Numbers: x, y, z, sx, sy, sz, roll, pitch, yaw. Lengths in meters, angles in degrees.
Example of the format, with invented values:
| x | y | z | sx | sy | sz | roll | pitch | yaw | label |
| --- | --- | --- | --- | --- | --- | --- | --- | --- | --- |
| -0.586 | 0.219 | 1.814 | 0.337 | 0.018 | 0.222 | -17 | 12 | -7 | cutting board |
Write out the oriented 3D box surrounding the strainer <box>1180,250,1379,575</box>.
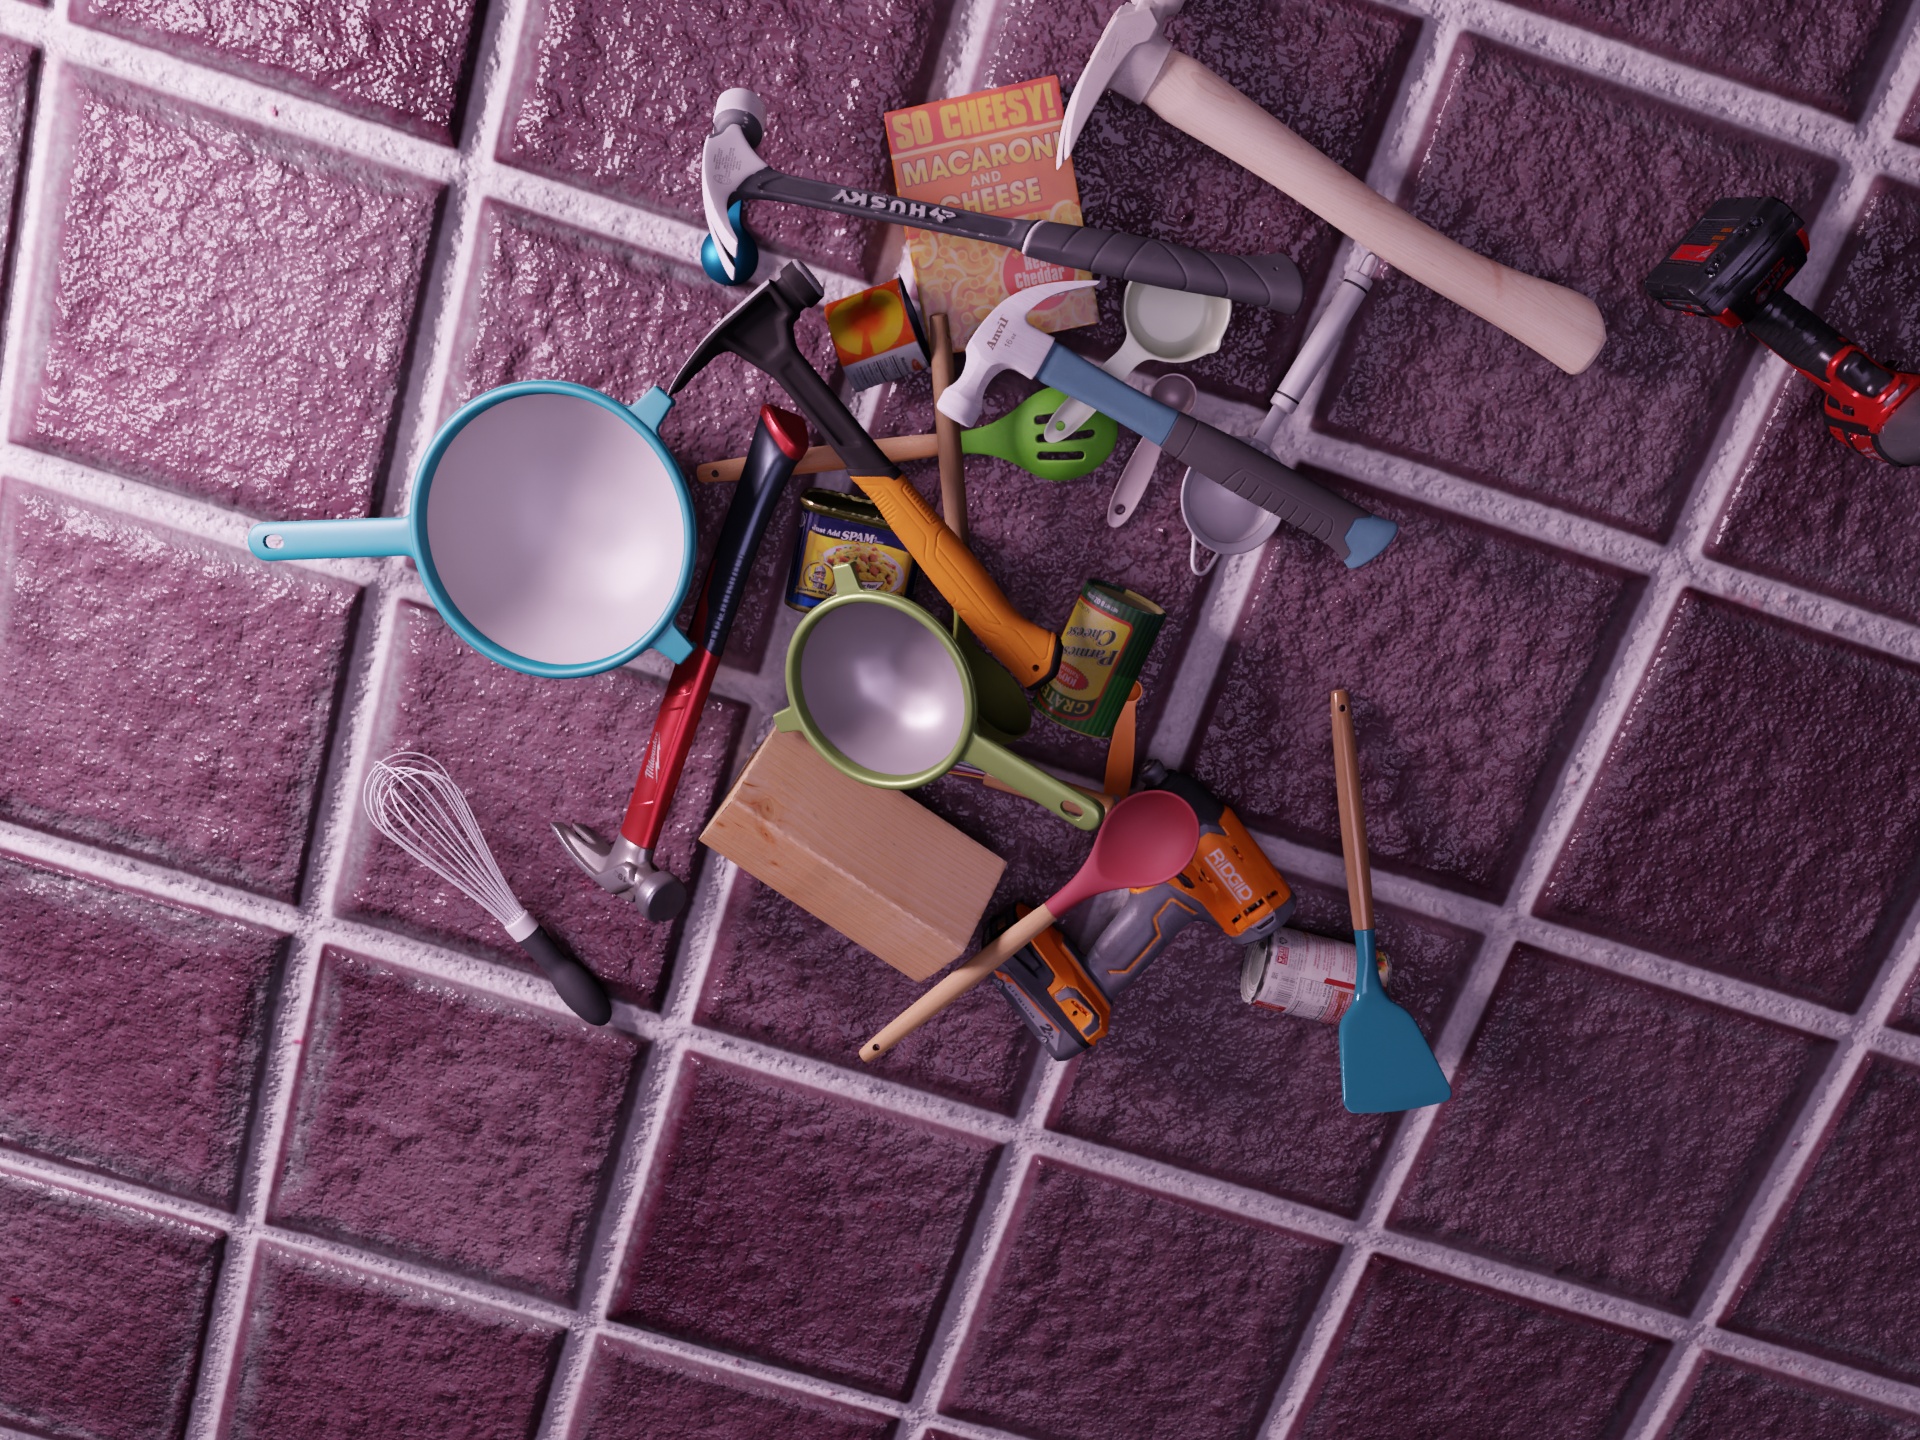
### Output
| x | y | z | sx | sy | sz | roll | pitch | yaw | label |
| --- | --- | --- | --- | --- | --- | --- | --- | --- | --- |
| 0.230 | -0.222 | 1.151 | 0.086 | 0.050 | 0.258 | 27 | 101 | -23 | strainer |

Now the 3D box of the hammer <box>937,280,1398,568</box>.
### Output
| x | y | z | sx | sy | sz | roll | pitch | yaw | label |
| --- | --- | --- | --- | --- | --- | --- | --- | --- | --- |
| 0.157 | -0.196 | 1.115 | 0.331 | 0.033 | 0.128 | 27 | 98 | -9 | hammer |

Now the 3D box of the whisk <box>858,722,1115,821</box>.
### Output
| x | y | z | sx | sy | sz | roll | pitch | yaw | label |
| --- | --- | --- | --- | --- | --- | --- | --- | --- | --- |
| -0.002 | 0.036 | 1.216 | 0.245 | 0.047 | 0.051 | 17 | 152 | 5 | whisk |

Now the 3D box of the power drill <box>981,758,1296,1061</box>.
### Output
| x | y | z | sx | sy | sz | roll | pitch | yaw | label |
| --- | --- | --- | --- | --- | --- | --- | --- | --- | --- |
| 0.127 | 0.144 | 1.247 | 0.226 | 0.084 | 0.164 | -36 | 100 | 8 | power drill |

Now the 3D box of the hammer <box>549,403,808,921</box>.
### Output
| x | y | z | sx | sy | sz | roll | pitch | yaw | label |
| --- | --- | --- | --- | --- | --- | --- | --- | --- | --- |
| -0.205 | -0.052 | 1.190 | 0.143 | 0.038 | 0.386 | 30 | 105 | 38 | hammer |

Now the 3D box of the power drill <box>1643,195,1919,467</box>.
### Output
| x | y | z | sx | sy | sz | roll | pitch | yaw | label |
| --- | --- | --- | --- | --- | --- | --- | --- | --- | --- |
| 0.583 | -0.254 | 1.077 | 0.219 | 0.143 | 0.078 | 38 | 107 | -7 | power drill |

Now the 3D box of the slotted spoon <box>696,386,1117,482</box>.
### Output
| x | y | z | sx | sy | sz | roll | pitch | yaw | label |
| --- | --- | --- | --- | --- | --- | --- | --- | --- | --- |
| -0.040 | -0.198 | 1.173 | 0.314 | 0.031 | 0.070 | -6 | 109 | 5 | slotted spoon |

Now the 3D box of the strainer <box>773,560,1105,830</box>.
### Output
| x | y | z | sx | sy | sz | roll | pitch | yaw | label |
| --- | --- | --- | --- | --- | --- | --- | --- | --- | --- |
| -0.002 | -0.004 | 1.141 | 0.256 | 0.069 | 0.151 | 31 | 121 | 9 | strainer |

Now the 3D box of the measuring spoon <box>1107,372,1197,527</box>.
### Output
| x | y | z | sx | sy | sz | roll | pitch | yaw | label |
| --- | --- | --- | --- | --- | --- | --- | --- | --- | --- |
| 0.137 | -0.200 | 1.176 | 0.034 | 0.018 | 0.124 | 22 | 113 | -7 | measuring spoon |

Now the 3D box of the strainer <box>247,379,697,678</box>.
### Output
| x | y | z | sx | sy | sz | roll | pitch | yaw | label |
| --- | --- | --- | --- | --- | --- | --- | --- | --- | --- |
| -0.345 | -0.141 | 1.170 | 0.340 | 0.095 | 0.211 | -1 | 103 | 10 | strainer |

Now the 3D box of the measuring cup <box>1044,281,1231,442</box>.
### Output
| x | y | z | sx | sy | sz | roll | pitch | yaw | label |
| --- | --- | --- | --- | --- | --- | --- | --- | --- | --- |
| 0.120 | -0.262 | 1.138 | 0.083 | 0.038 | 0.167 | 43 | 101 | -10 | measuring cup |

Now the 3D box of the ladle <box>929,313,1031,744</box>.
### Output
| x | y | z | sx | sy | sz | roll | pitch | yaw | label |
| --- | --- | --- | --- | --- | --- | --- | --- | --- | --- |
| 0.009 | -0.133 | 1.158 | 0.062 | 0.078 | 0.320 | 3 | 112 | 22 | ladle |

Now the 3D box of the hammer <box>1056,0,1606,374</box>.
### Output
| x | y | z | sx | sy | sz | roll | pitch | yaw | label |
| --- | --- | --- | --- | --- | --- | --- | --- | --- | --- |
| 0.265 | -0.347 | 1.096 | 0.410 | 0.038 | 0.146 | 29 | 87 | -9 | hammer |

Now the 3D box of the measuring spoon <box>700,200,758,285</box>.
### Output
| x | y | z | sx | sy | sz | roll | pitch | yaw | label |
| --- | --- | --- | --- | --- | --- | --- | --- | --- | --- |
| -0.164 | -0.373 | 1.124 | 0.042 | 0.021 | 0.128 | 3 | 108 | 1 | measuring spoon |

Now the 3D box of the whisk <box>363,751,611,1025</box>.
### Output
| x | y | z | sx | sy | sz | roll | pitch | yaw | label |
| --- | --- | --- | --- | --- | --- | --- | --- | --- | --- |
| -0.372 | 0.141 | 1.274 | 0.070 | 0.070 | 0.284 | -33 | 108 | 11 | whisk |

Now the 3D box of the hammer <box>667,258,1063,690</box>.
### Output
| x | y | z | sx | sy | sz | roll | pitch | yaw | label |
| --- | --- | --- | --- | --- | --- | --- | --- | --- | --- |
| -0.051 | -0.149 | 1.111 | 0.127 | 0.034 | 0.336 | -39 | 101 | 11 | hammer |

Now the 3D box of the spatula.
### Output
| x | y | z | sx | sy | sz | roll | pitch | yaw | label |
| --- | --- | --- | --- | --- | --- | --- | --- | --- | --- |
| 0.309 | 0.134 | 1.210 | 0.082 | 0.044 | 0.317 | -6 | 89 | -2 | spatula |

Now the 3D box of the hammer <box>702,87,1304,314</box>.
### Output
| x | y | z | sx | sy | sz | roll | pitch | yaw | label |
| --- | --- | --- | --- | --- | --- | --- | --- | --- | --- |
| 0.031 | -0.321 | 1.054 | 0.409 | 0.149 | 0.036 | 9 | 147 | -7 | hammer |

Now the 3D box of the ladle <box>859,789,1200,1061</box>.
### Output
| x | y | z | sx | sy | sz | roll | pitch | yaw | label |
| --- | --- | --- | --- | --- | --- | --- | --- | --- | --- |
| 0.048 | 0.160 | 1.198 | 0.315 | 0.031 | 0.069 | -38 | 82 | 6 | ladle |

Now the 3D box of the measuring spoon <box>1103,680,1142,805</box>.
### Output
| x | y | z | sx | sy | sz | roll | pitch | yaw | label |
| --- | --- | --- | --- | --- | --- | --- | --- | --- | --- |
| 0.126 | 0.021 | 1.245 | 0.021 | 0.011 | 0.116 | 6 | 111 | 1 | measuring spoon |
